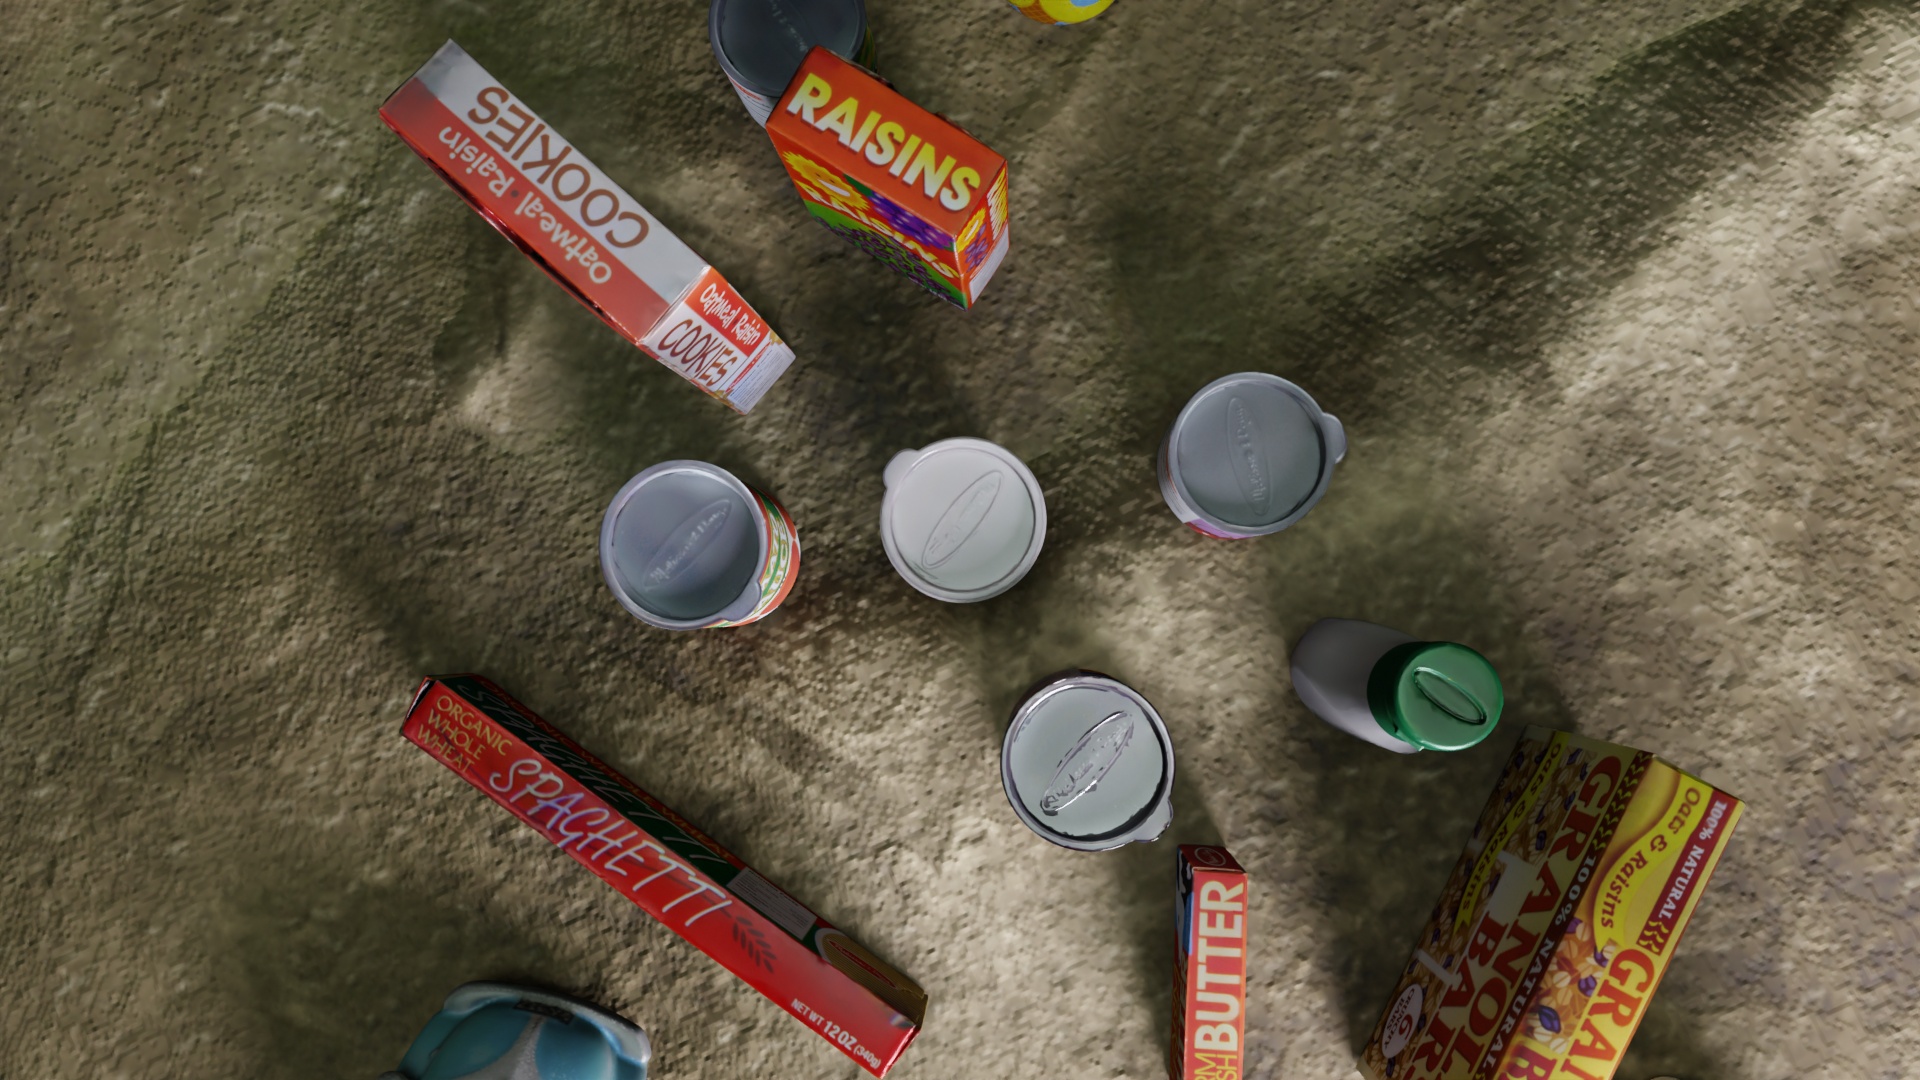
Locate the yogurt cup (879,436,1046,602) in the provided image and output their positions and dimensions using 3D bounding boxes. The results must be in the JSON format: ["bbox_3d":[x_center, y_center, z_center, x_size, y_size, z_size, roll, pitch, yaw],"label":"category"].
[{"bbox_3d":[0.002,-0.007,0.589,0.072,0.054,0.072,0,87,3],"label":"yogurt cup"}]

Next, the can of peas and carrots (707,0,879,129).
[{"bbox_3d":[-0.069,-0.216,0.603,0.071,0.058,0.071,0,87,3],"label":"can of peas and carrots"}]

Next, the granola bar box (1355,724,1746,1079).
[{"bbox_3d":[0.219,0.157,0.533,0.039,0.124,0.165,27,88,4],"label":"granola bar box"}]

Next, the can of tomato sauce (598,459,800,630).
[{"bbox_3d":[-0.104,0.005,0.578,0.071,0.083,0.071,0,87,3],"label":"can of tomato sauce"}]

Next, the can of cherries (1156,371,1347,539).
[{"bbox_3d":[0.120,-0.033,0.583,0.071,0.058,0.071,0,87,3],"label":"can of cherries"}]

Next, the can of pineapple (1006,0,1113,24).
[{"bbox_3d":[0.043,-0.265,0.602,0.071,0.058,0.071,0,87,3],"label":"can of pineapple"}]

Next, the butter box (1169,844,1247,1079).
[{"bbox_3d":[0.102,0.182,0.572,0.024,0.053,0.103,2,87,3],"label":"butter box"}]

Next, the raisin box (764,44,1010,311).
[{"bbox_3d":[-0.024,-0.142,0.564,0.086,0.123,0.040,32,89,4],"label":"raisin box"}]

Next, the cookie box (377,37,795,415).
[{"bbox_3d":[-0.136,-0.112,0.545,0.123,0.167,0.040,41,90,4],"label":"cookie box"}]

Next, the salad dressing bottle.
[{"bbox_3d":[0.165,0.056,0.530,0.064,0.147,0.044,36,89,4],"label":"salad dressing bottle"}]

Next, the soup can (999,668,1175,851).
[{"bbox_3d":[0.052,0.088,0.565,0.071,0.084,0.071,0,87,3],"label":"soup can"}]

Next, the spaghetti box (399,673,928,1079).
[{"bbox_3d":[-0.124,0.137,0.587,0.250,0.050,0.028,34,89,4],"label":"spaghetti box"}]
